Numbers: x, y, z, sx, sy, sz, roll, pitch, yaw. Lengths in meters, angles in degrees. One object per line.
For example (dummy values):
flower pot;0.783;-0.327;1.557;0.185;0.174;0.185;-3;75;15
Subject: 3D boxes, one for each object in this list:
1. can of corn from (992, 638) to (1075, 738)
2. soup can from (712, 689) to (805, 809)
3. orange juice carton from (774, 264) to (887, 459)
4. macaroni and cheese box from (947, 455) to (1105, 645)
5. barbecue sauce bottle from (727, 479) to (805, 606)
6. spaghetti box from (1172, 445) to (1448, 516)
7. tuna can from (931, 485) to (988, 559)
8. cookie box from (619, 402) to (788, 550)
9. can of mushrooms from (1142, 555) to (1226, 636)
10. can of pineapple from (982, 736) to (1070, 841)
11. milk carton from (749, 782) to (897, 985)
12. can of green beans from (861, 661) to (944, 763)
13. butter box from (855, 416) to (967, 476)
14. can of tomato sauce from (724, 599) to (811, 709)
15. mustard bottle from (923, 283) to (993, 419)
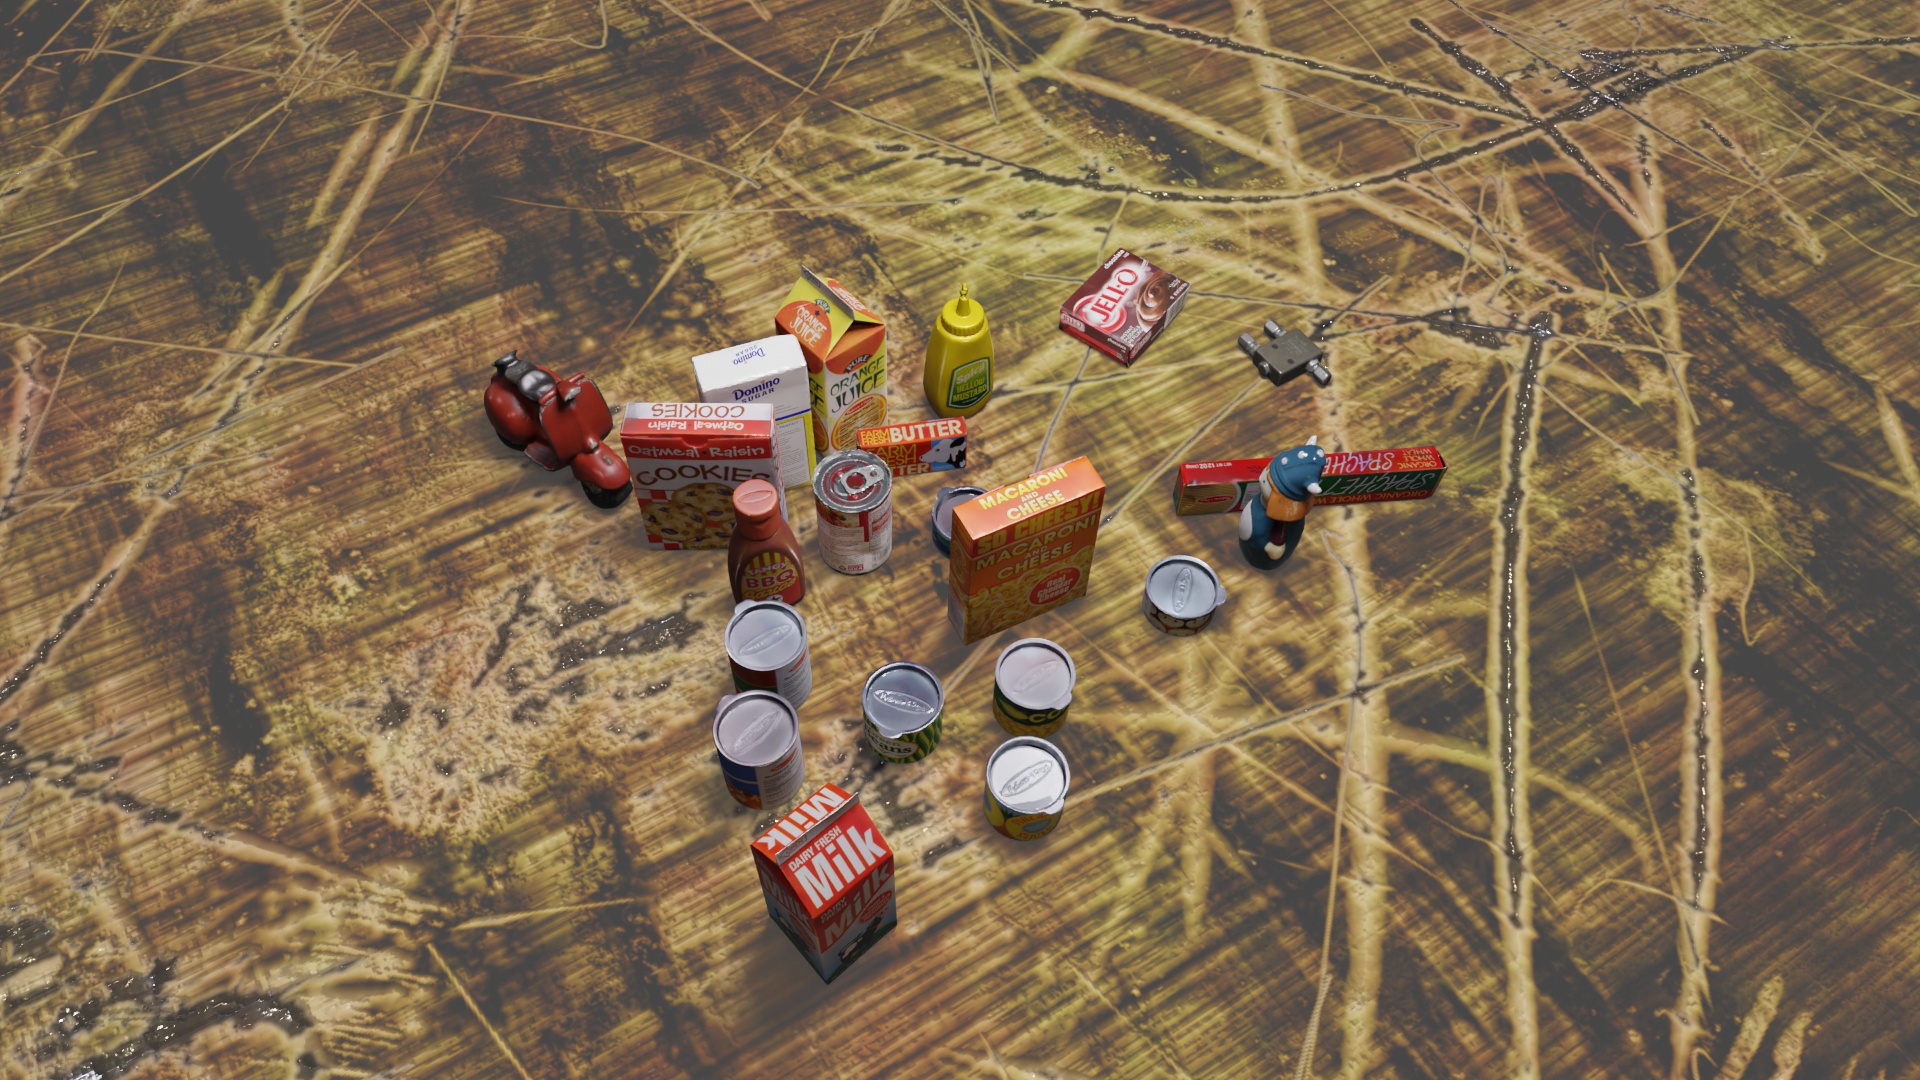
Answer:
can of corn;0.062;0.126;1.154;0.071;0.058;0.071;1;55;-1
soup can;-0.160;0.165;1.102;0.071;0.083;0.072;1;55;-1
orange juice carton;-0.117;-0.164;1.269;0.073;0.191;0.072;-35;63;-23
macaroni and cheese box;0.052;0.011;1.169;0.124;0.165;0.040;-22;59;-16
barbecue sauce bottle;-0.167;0.006;1.175;0.065;0.147;0.044;-14;57;-11
spaghetti box;0.325;-0.055;1.296;0.250;0.050;0.029;-4;55;-5
tuna can;0.005;-0.016;1.267;0.071;0.032;0.071;1;55;-1
cookie box;-0.217;-0.052;1.202;0.123;0.166;0.040;0;55;-2
can of mushrooms;0.197;0.050;1.228;0.071;0.033;0.071;1;55;-1
can of pineapple;0.052;0.199;1.102;0.071;0.057;0.071;1;55;-1
milk carton;-0.096;0.239;0.988;0.072;0.189;0.073;-36;64;-24
can of green beans;-0.047;0.142;1.139;0.071;0.057;0.071;1;55;-1
butter box;-0.046;-0.086;1.302;0.103;0.052;0.024;-7;56;-7
can of tomato sauce;-0.159;0.098;1.150;0.071;0.082;0.071;1;55;-1
mustard bottle;0.000;-0.179;1.304;0.065;0.159;0.049;-23;59;-17
